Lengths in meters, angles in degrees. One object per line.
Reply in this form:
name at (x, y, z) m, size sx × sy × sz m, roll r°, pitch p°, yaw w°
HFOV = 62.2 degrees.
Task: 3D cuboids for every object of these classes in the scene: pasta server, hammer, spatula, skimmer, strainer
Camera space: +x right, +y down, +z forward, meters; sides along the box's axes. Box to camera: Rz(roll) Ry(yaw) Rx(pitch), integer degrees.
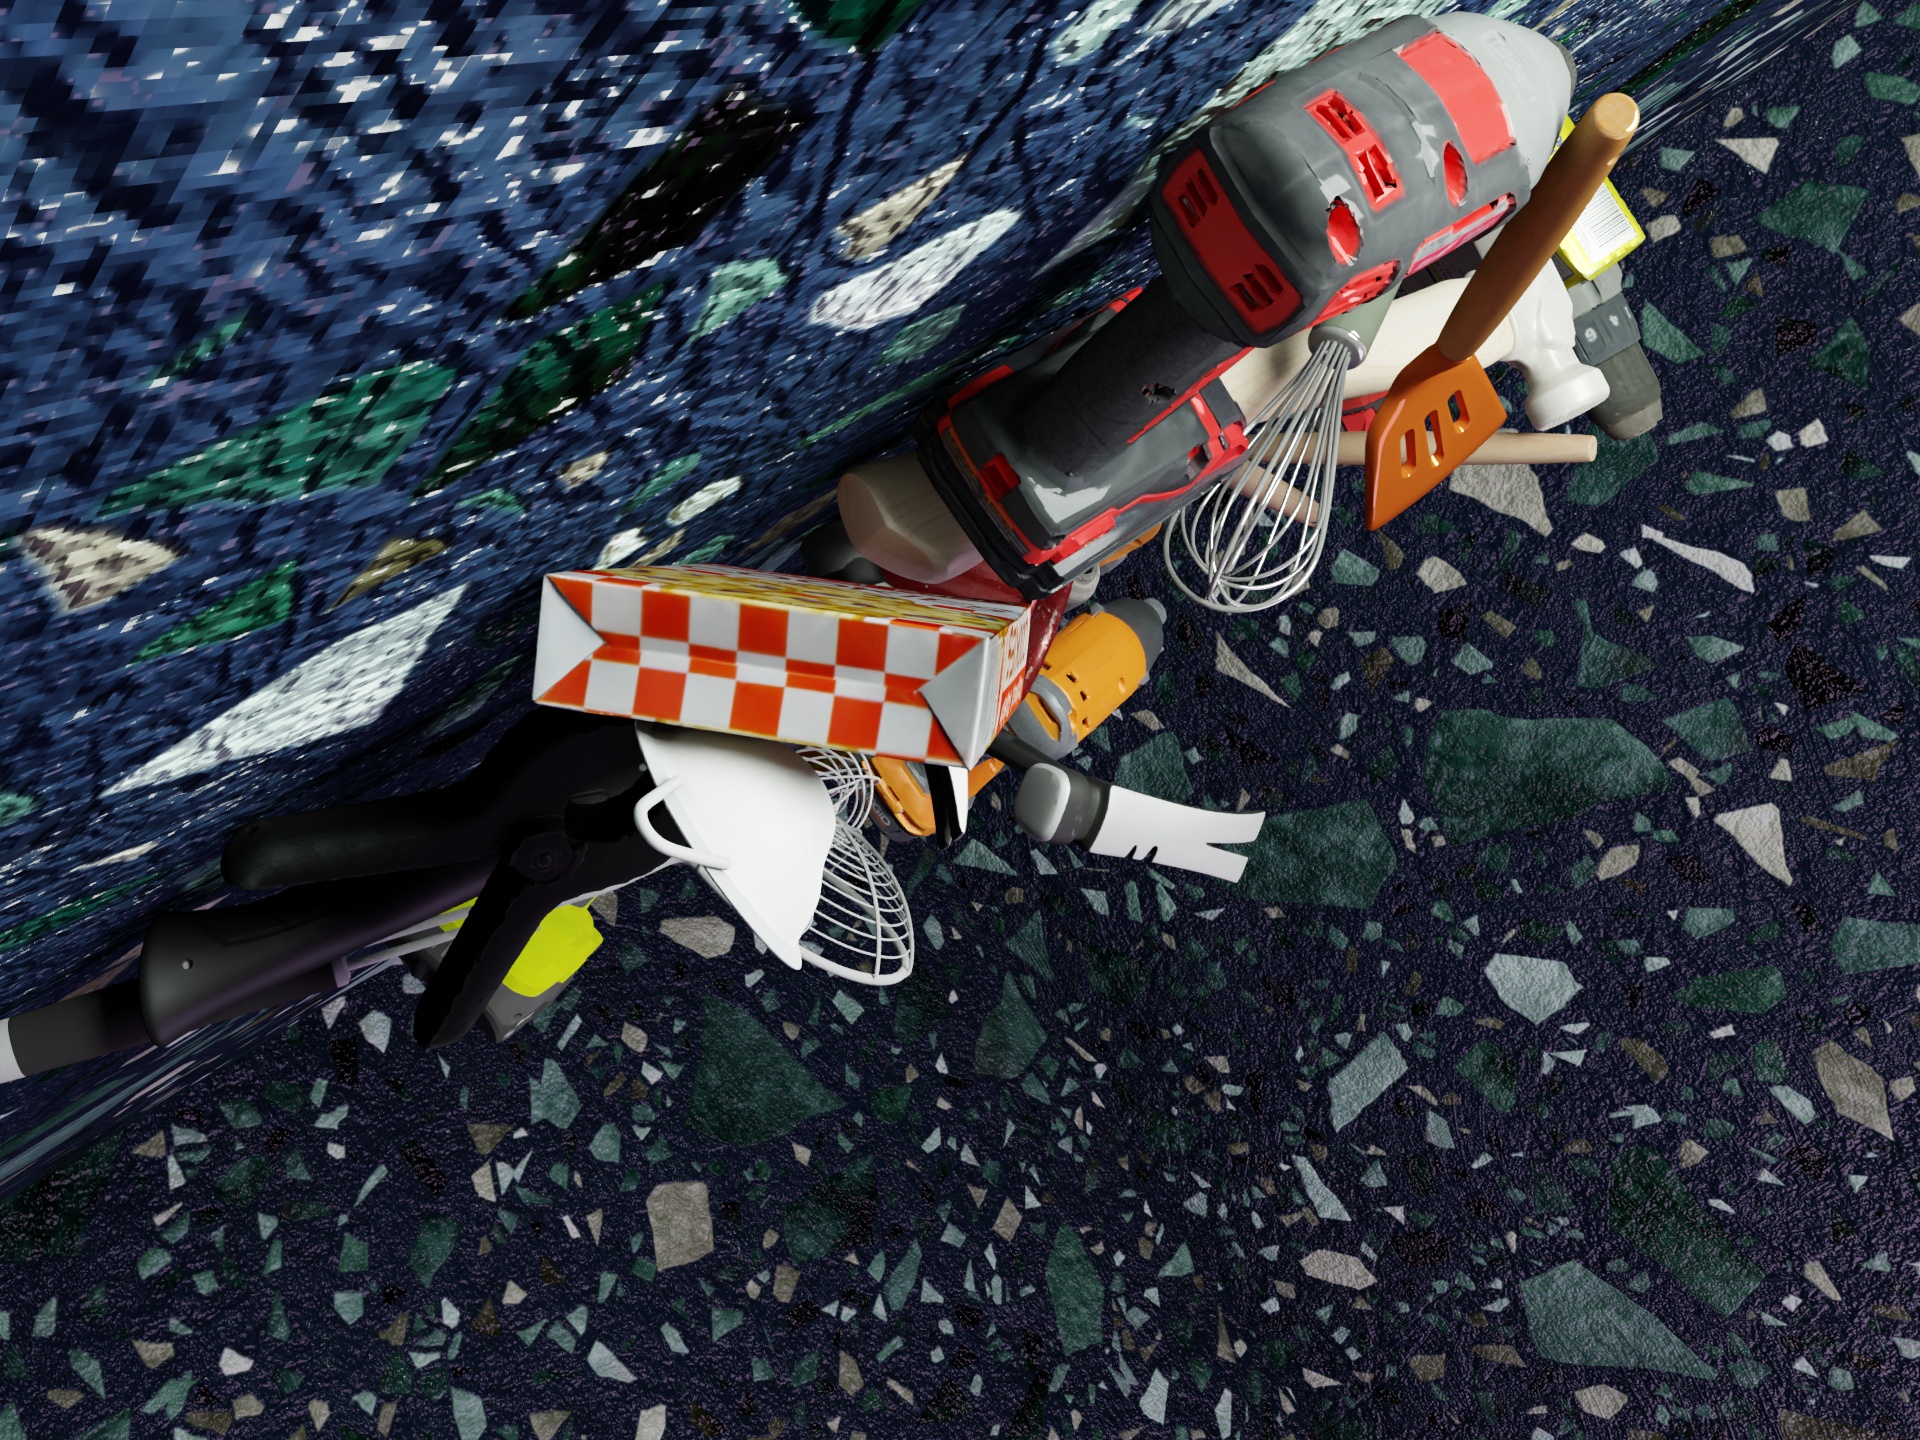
pasta server at (0.128, -0.128, 0.817) m, size 0.060 × 0.040 × 0.316 m, roll -13°, pitch 168°, yaw 32°
hammer at (0.121, -0.152, 0.682) m, size 0.410 × 0.146 × 0.038 m, roll -23°, pitch 176°, yaw -31°
spatula at (0.180, -0.148, 0.864) m, size 0.316 × 0.018 × 0.060 m, roll 7°, pitch -162°, yaw 34°
hammer at (-0.001, -0.003, 0.791) m, size 0.127 × 0.034 × 0.337 m, roll 14°, pitch -170°, yaw -37°
skimmer at (-0.191, 0.105, 0.661) m, size 0.363 × 0.090 × 0.127 m, roll -15°, pitch -145°, yaw -24°
spatula at (0.189, -0.136, 0.566) m, size 0.081 × 0.041 × 0.322 m, roll -40°, pitch 173°, yaw 1°
hammer at (-0.150, 0.040, 0.627) m, size 0.335 × 0.146 × 0.035 m, roll -25°, pitch 171°, yaw -22°
strainer at (-0.064, 0.047, 0.526) m, size 0.050 × 0.087 × 0.258 m, roll -31°, pitch 168°, yaw -9°

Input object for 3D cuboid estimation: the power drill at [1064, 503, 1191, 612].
power drill at (0.063, -0.112, 1.047) m, size 0.185 × 0.084 × 0.226 m, roll -24°, pitch -165°, yaw 51°

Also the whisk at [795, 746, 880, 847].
whisk at (-0.182, 0.055, 0.924) m, size 0.284 × 0.070 × 0.070 m, roll -10°, pitch -171°, yaw 16°

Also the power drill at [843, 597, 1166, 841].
power drill at (0.037, -0.008, 1.073) m, size 0.164 × 0.084 × 0.226 m, roll -39°, pitch -174°, yaw -41°

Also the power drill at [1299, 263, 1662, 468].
power drill at (0.319, -0.236, 1.010) m, size 0.080 × 0.188 × 0.226 m, roll -33°, pitch -174°, yaw -34°

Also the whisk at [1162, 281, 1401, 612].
whisk at (0.147, -0.144, 0.640) m, size 0.246 × 0.059 × 0.057 m, roll -62°, pitch 161°, yaw -22°

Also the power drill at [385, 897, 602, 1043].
power drill at (-0.176, 0.048, 0.801) m, size 0.223 × 0.080 × 0.171 m, roll -48°, pitch -178°, yaw 2°

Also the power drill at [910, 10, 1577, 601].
power drill at (0.084, -0.127, 0.487) m, size 0.143 × 0.078 × 0.219 m, roll -34°, pitch 180°, yaw -28°

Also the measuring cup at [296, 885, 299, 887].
measuring cup at (-0.283, 0.078, 0.751) m, size 0.167 × 0.038 × 0.083 m, roll -34°, pitch -179°, yaw 44°
